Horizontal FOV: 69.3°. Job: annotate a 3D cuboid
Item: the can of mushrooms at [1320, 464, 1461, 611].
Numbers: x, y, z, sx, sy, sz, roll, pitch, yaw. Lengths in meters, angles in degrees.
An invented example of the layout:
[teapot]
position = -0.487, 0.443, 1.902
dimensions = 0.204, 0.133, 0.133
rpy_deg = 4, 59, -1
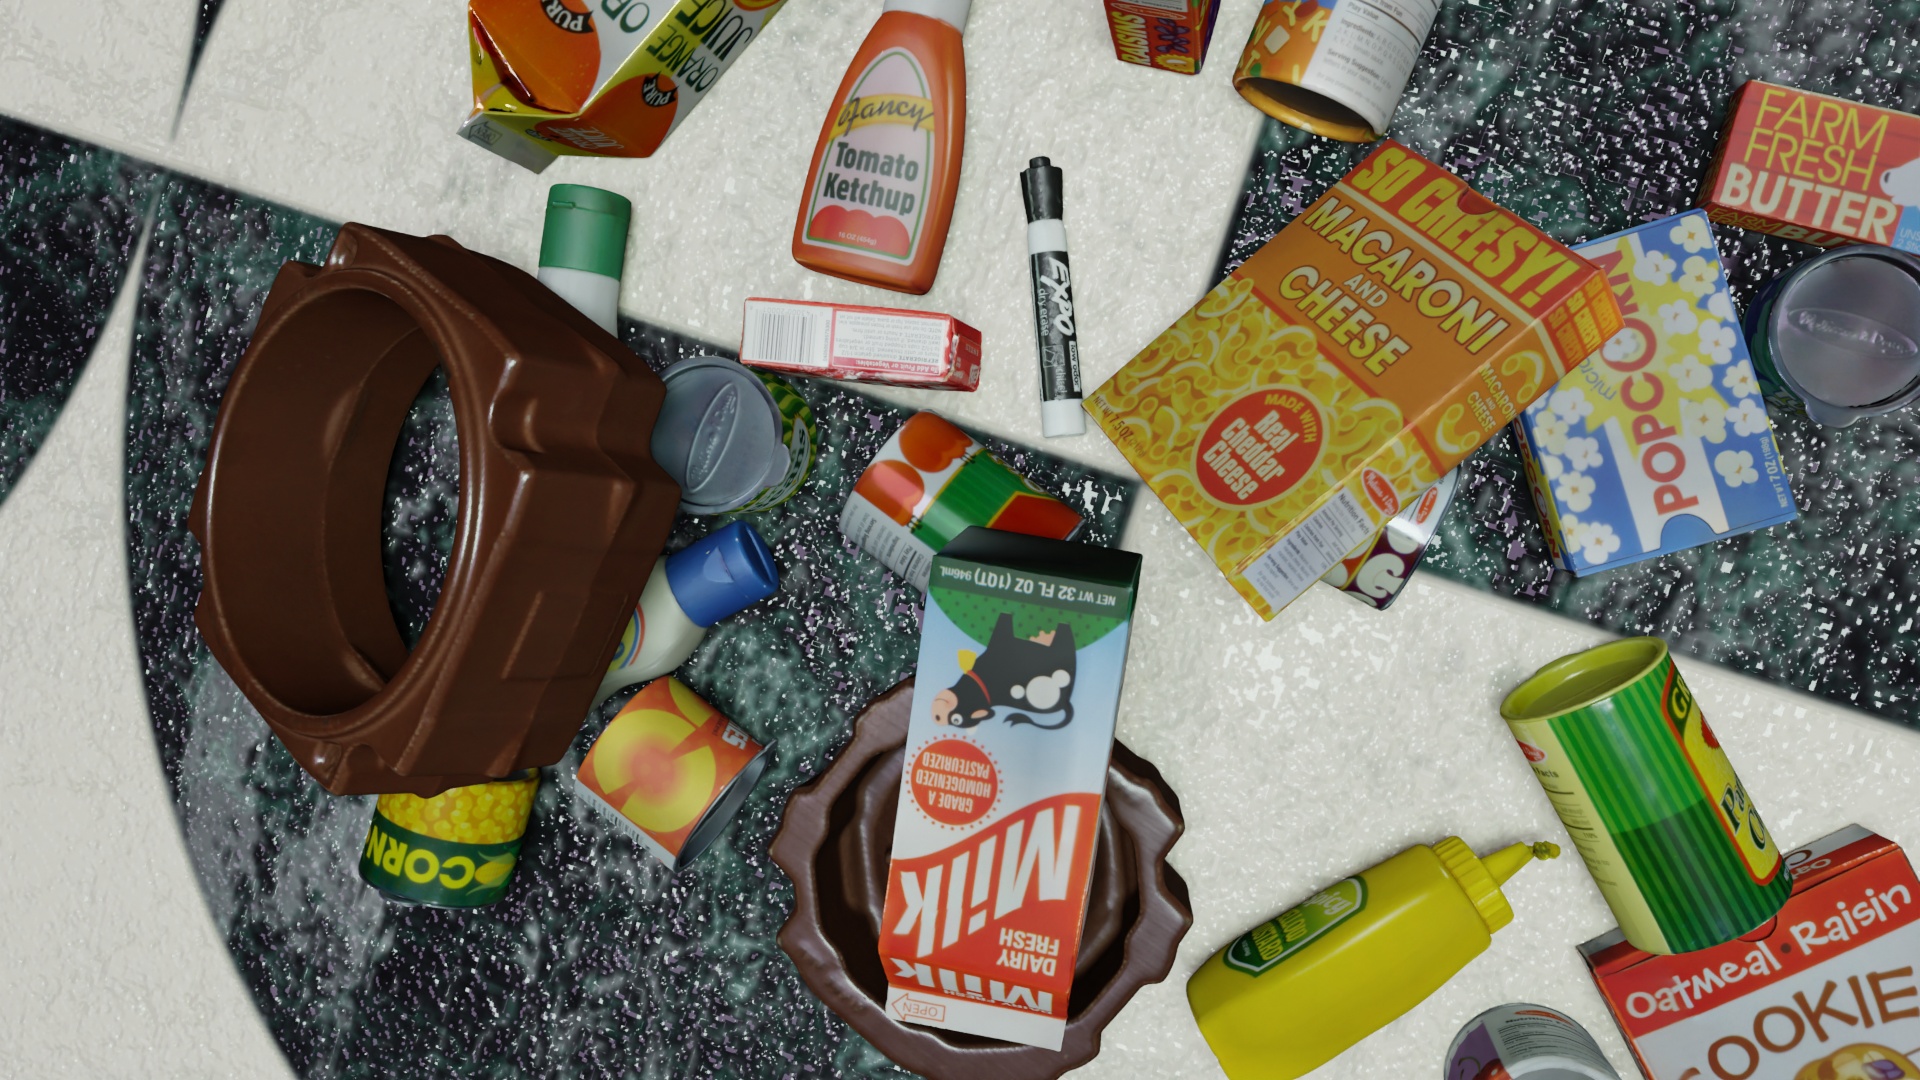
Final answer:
[can of mushrooms]
position = 0.169, -0.007, 0.557
dimensions = 0.033, 0.071, 0.071
rpy_deg = 27, 95, 8

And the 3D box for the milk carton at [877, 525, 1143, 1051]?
[milk carton]
position = 0.017, 0.097, 0.518
dimensions = 0.072, 0.073, 0.190
rpy_deg = 9, 99, 9

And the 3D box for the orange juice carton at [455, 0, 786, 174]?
[orange juice carton]
position = -0.137, -0.238, 0.600
dimensions = 0.073, 0.072, 0.192
rpy_deg = 45, 97, 7

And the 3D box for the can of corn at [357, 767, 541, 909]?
[can of corn]
position = -0.229, 0.125, 0.621
dimensions = 0.071, 0.071, 0.058
rpy_deg = 17, 93, 9

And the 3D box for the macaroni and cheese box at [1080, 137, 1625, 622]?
[macaroni and cheese box]
position = 0.144, -0.067, 0.537
dimensions = 0.166, 0.040, 0.124
rpy_deg = -41, 43, 8

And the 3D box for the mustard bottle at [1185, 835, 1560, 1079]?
[mustard bottle]
position = 0.169, 0.161, 0.562
dimensions = 0.160, 0.065, 0.049
rpy_deg = -32, 91, 3

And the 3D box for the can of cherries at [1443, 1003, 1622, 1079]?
[can of cherries]
position = 0.231, 0.229, 0.552
dimensions = 0.071, 0.058, 0.071
rpy_deg = 0, 91, 10

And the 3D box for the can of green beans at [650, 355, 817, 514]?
[can of green beans]
position = -0.101, -0.044, 0.604
dimensions = 0.071, 0.058, 0.071
rpy_deg = 0, 91, 10

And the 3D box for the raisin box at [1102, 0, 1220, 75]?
[raisin box]
position = 0.084, -0.242, 0.537
dimensions = 0.040, 0.123, 0.086
rpy_deg = 13, 94, 10

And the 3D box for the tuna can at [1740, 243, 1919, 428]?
[tuna can]
position = 0.343, -0.077, 0.542
dimensions = 0.071, 0.033, 0.071
rpy_deg = 0, 91, 10

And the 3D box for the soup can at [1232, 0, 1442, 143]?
[soup can]
position = 0.154, -0.212, 0.557
dimensions = 0.071, 0.071, 0.083
rpy_deg = 24, 96, 8

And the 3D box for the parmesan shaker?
[parmesan shaker]
position = 0.266, 0.097, 0.541
dimensions = 0.071, 0.071, 0.103
rpy_deg = -29, 90, 9

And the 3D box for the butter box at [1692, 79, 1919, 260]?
[butter box]
position = 0.349, -0.142, 0.544
dimensions = 0.103, 0.024, 0.053
rpy_deg = 16, 93, 9

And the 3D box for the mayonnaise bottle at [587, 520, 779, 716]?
[mayonnaise bottle]
position = -0.154, 0.039, 0.622
dimensions = 0.148, 0.041, 0.065
rpy_deg = -27, 82, 9

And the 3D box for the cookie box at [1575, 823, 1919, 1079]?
[cookie box]
position = 0.341, 0.214, 0.542
dimensions = 0.123, 0.040, 0.167
rpy_deg = -28, 86, 9

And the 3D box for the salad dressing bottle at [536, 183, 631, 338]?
[salad dressing bottle]
position = -0.175, -0.083, 0.624
dimensions = 0.064, 0.044, 0.147
rpy_deg = 9, 91, 21

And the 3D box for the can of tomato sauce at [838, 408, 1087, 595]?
[can of tomato sauce]
position = 0.002, -0.007, 0.584
dimensions = 0.083, 0.071, 0.071
rpy_deg = 36, 97, 8

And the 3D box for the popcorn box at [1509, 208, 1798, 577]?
[popcorn box]
position = 0.265, -0.058, 0.553
dimensions = 0.085, 0.038, 0.126
rpy_deg = -16, 88, 8

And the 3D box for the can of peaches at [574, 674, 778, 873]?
[can of peaches]
position = -0.124, 0.099, 0.607
dimensions = 0.058, 0.071, 0.071
rpy_deg = 35, 96, 8

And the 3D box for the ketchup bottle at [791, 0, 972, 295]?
[ketchup bottle]
position = -0.026, -0.184, 0.597
dimensions = 0.065, 0.043, 0.148
rpy_deg = 15, 93, 9
